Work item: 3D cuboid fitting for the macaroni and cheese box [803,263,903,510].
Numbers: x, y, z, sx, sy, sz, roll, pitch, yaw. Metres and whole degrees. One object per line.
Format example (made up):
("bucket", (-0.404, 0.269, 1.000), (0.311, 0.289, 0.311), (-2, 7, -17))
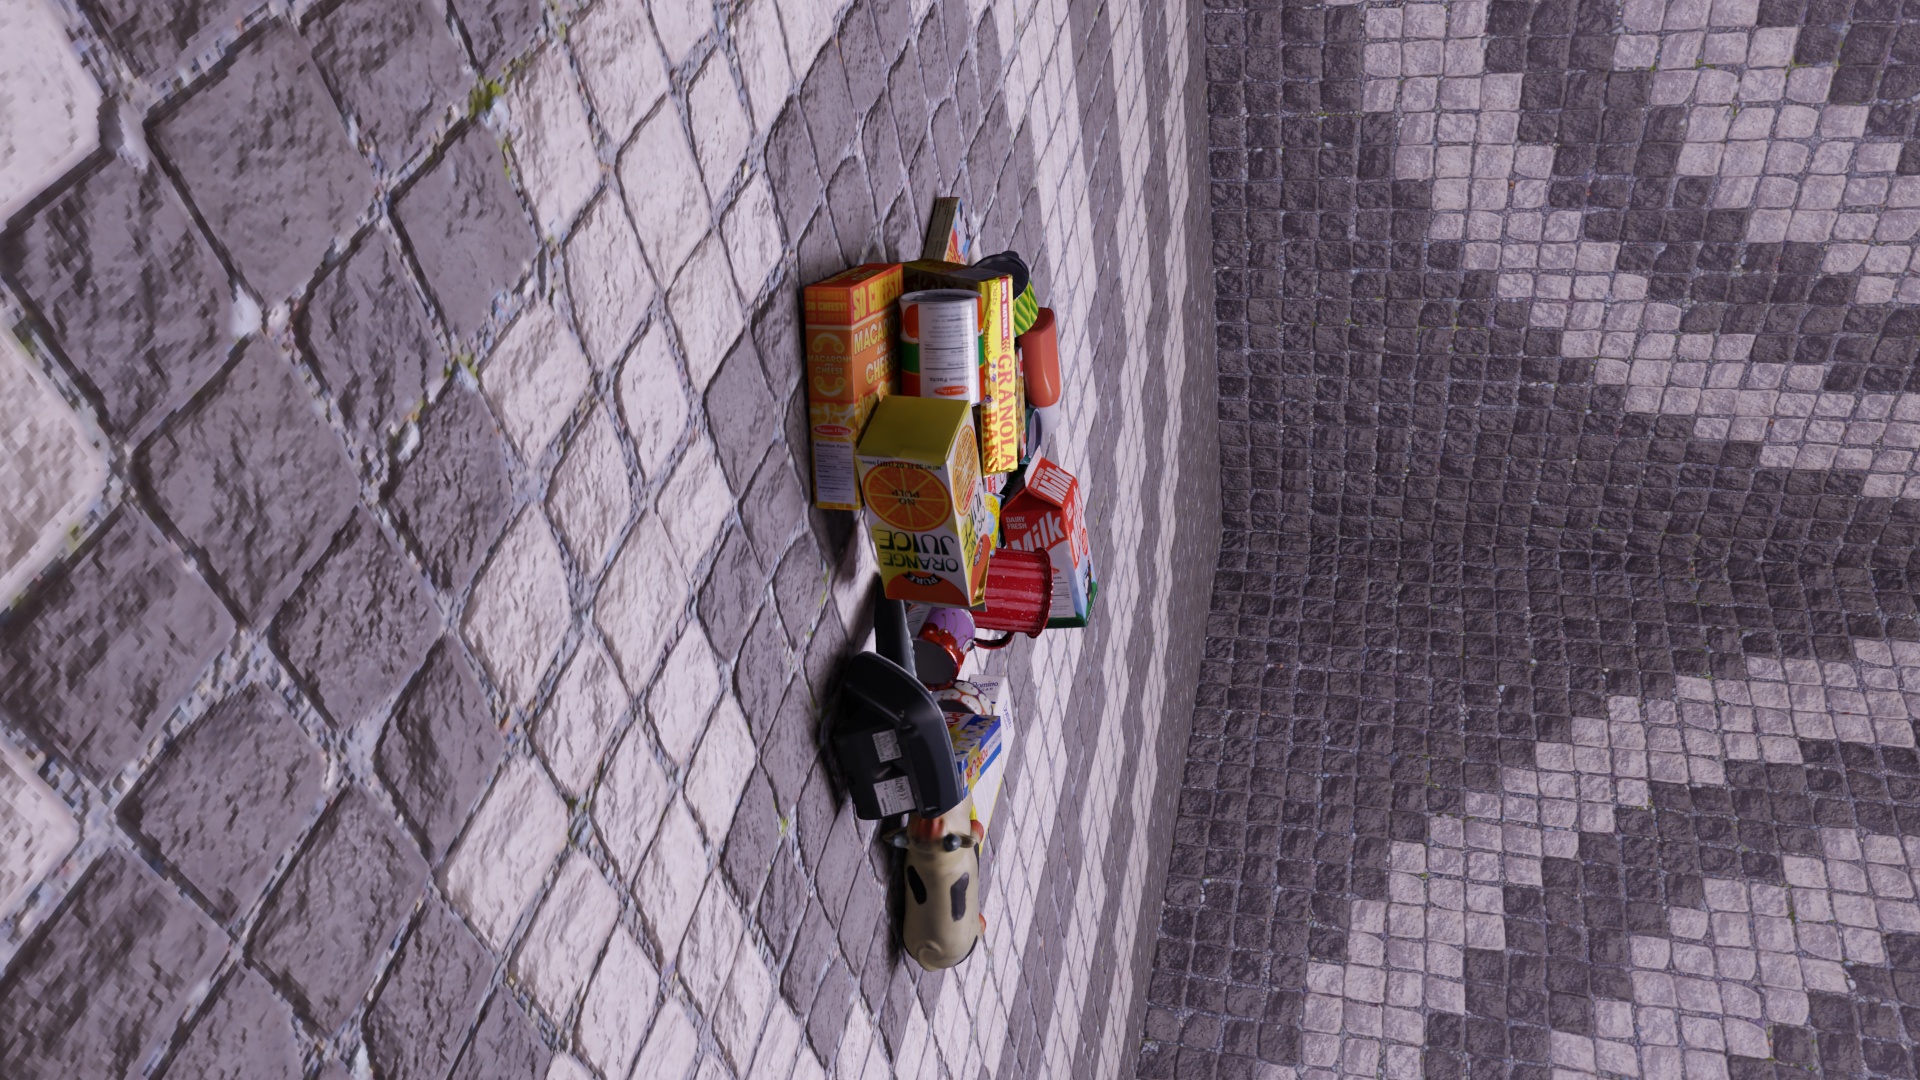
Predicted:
("macaroni and cheese box", (-0.078, -0.121, 1.063), (0.124, 0.040, 0.165), (-50, 141, -66))

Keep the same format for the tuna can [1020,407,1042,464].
("tuna can", (0.070, -0.119, 1.588), (0.071, 0.033, 0.071), (2, 91, -74))

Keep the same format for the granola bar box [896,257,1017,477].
("granola bar box", (-0.006, -0.147, 1.168), (0.039, 0.124, 0.164), (-16, 114, -32))

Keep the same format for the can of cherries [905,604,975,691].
("can of cherries", (-0.023, 0.094, 1.243), (0.059, 0.071, 0.071), (-66, 154, -51))

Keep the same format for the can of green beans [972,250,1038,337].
("can of green beans", (0.042, -0.246, 1.403), (0.057, 0.071, 0.071), (66, 32, -59))

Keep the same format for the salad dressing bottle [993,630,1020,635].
("salad dressing bottle", (0.067, 0.044, 1.594), (0.148, 0.044, 0.064), (-70, 152, -47))

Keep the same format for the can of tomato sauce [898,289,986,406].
("can of tomato sauce", (-0.015, -0.150, 1.083), (0.071, 0.071, 0.082), (-49, 139, -65))

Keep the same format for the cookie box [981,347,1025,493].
("cookie box", (0.028, -0.120, 1.433), (0.168, 0.040, 0.122), (-55, 145, -63))

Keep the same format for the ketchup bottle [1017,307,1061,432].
("ketchup bottle", (0.095, -0.197, 1.638), (0.065, 0.043, 0.148), (-67, 155, -47))

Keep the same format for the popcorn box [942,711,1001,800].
("popcorn box", (-0.019, 0.191, 1.250), (0.127, 0.085, 0.038), (-34, 125, -69))

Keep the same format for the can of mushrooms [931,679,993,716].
("can of mushrooms", (-0.002, 0.170, 1.333), (0.033, 0.071, 0.070), (-53, 143, -60))

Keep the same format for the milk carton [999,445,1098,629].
("milk carton", (0.094, -0.003, 1.498), (0.073, 0.073, 0.189), (-63, 145, -55))

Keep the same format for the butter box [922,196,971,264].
("butter box", (-0.015, -0.261, 1.281), (0.053, 0.024, 0.104), (65, 32, -58))

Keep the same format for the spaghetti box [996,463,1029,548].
("spaghetti box", (0.046, -0.032, 1.529), (0.251, 0.029, 0.050), (-52, 143, -63))

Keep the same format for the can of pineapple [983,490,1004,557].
("can of pineapple", (0.005, -0.017, 1.319), (0.071, 0.071, 0.058), (31, 64, -72))

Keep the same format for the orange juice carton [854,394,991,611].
("orange juice carton", (-0.023, -0.014, 1.078), (0.073, 0.072, 0.191), (-70, 158, -44))
